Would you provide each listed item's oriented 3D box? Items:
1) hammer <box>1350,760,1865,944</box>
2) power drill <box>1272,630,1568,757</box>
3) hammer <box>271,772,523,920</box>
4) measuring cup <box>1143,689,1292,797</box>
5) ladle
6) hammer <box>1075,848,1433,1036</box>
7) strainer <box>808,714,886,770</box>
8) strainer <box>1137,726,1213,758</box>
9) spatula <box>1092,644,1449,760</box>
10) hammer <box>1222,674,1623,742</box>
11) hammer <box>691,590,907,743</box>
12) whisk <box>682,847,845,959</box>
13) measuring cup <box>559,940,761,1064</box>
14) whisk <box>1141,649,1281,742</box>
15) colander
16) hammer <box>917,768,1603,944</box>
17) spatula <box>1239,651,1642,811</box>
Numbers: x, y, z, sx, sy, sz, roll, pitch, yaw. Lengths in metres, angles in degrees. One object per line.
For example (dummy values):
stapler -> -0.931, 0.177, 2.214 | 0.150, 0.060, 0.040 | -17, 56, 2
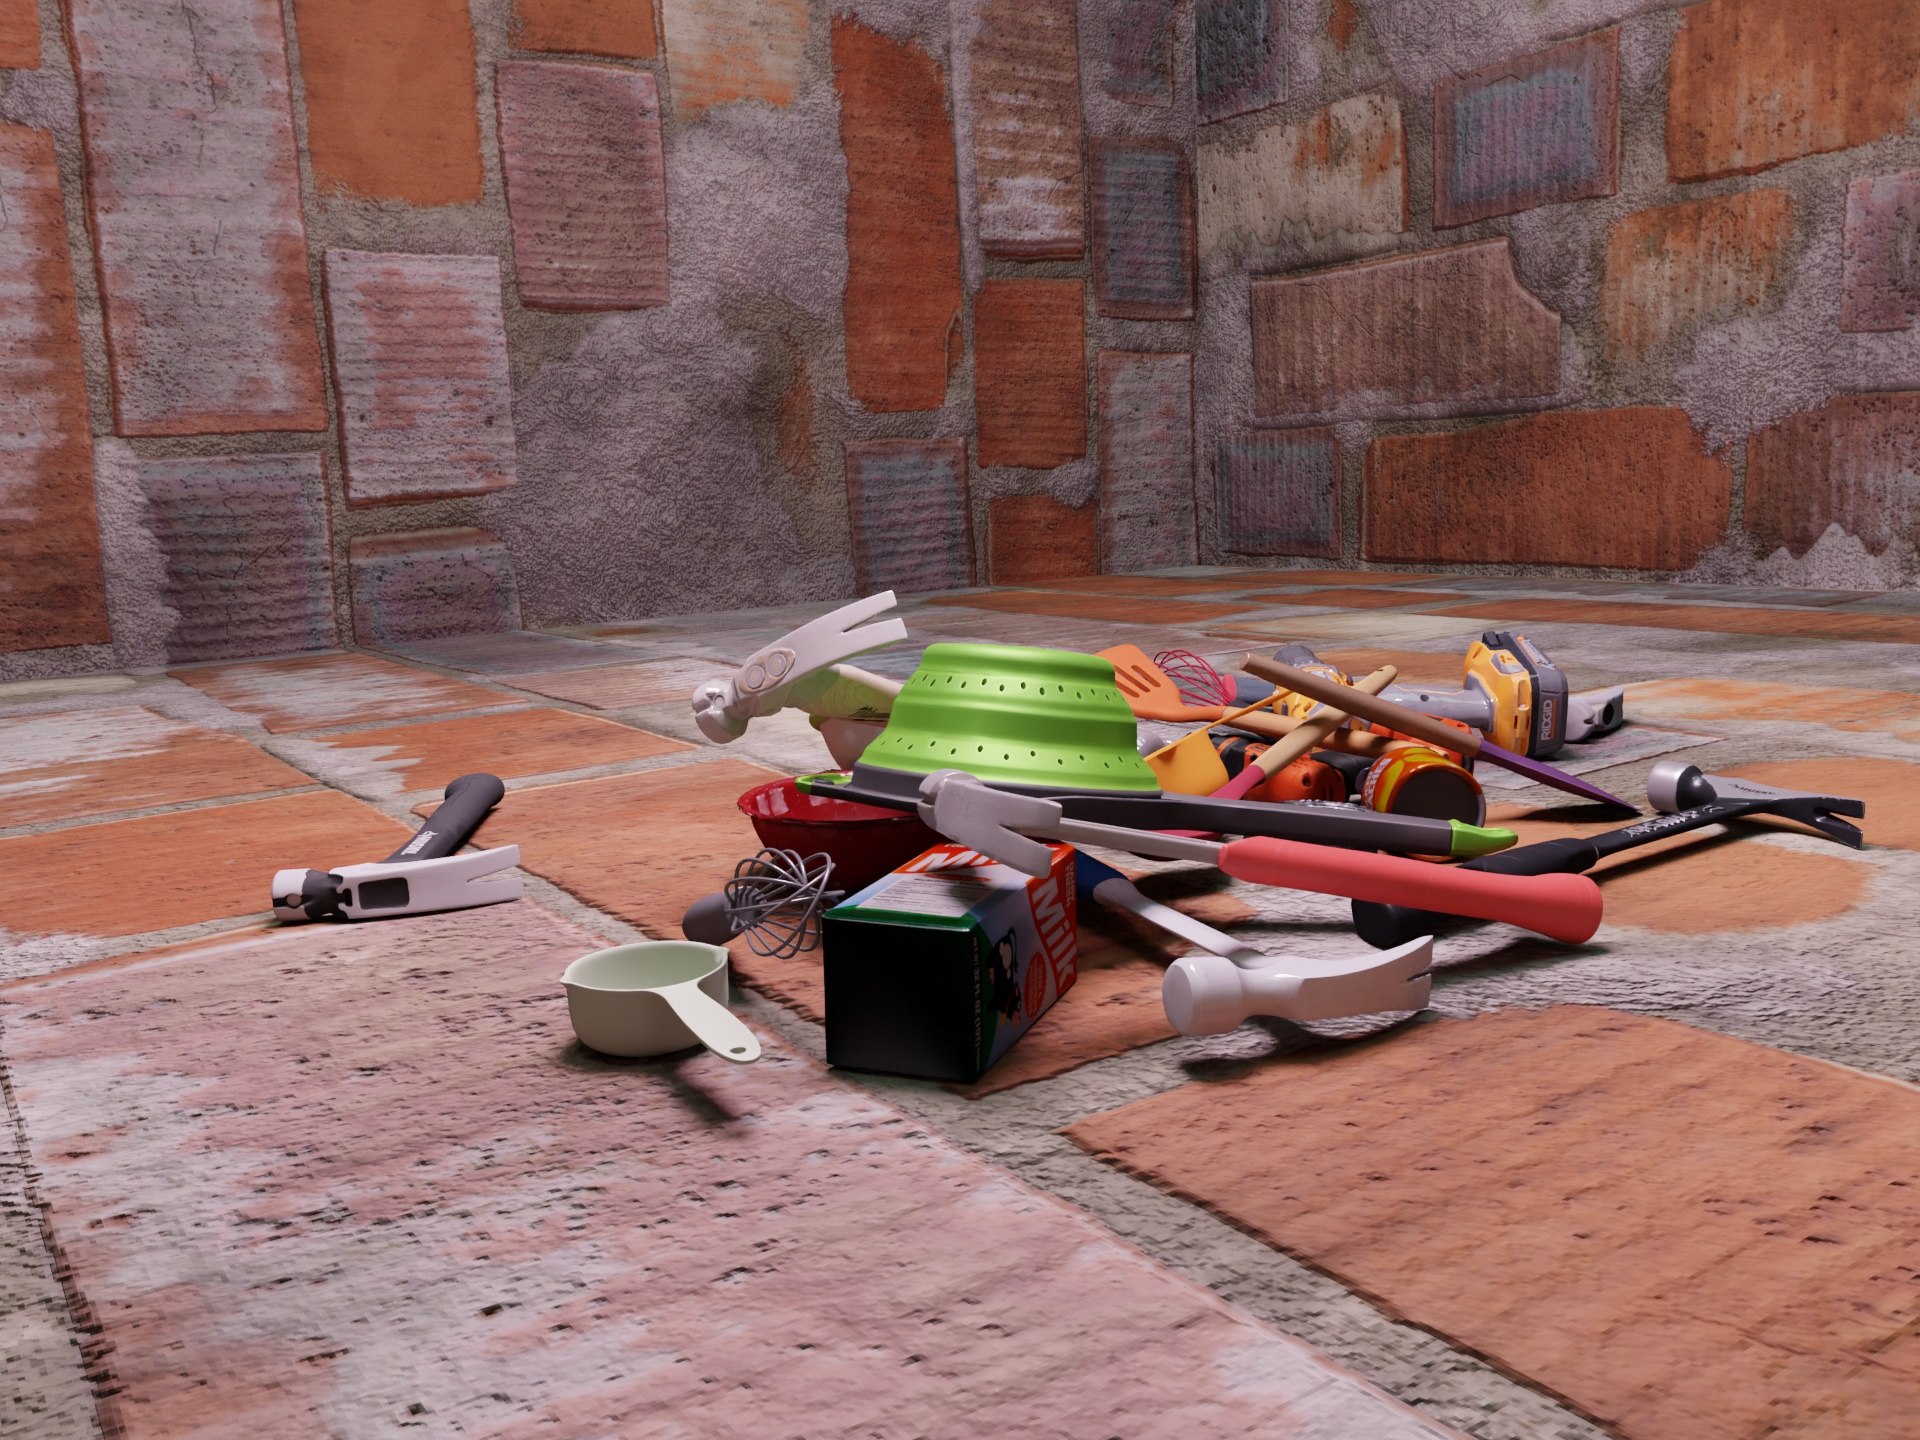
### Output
hammer -> 0.384, 0.080, 0.959 | 0.408, 0.036, 0.149 | -9, 12, -35
power drill -> 0.383, -0.025, 1.376 | 0.226, 0.084, 0.185 | -5, 23, 1
hammer -> -0.370, 0.082, 1.146 | 0.146, 0.035, 0.335 | -4, 9, -6
measuring cup -> 0.178, 0.030, 1.102 | 0.173, 0.052, 0.095 | -26, -4, -13
ladle -> 0.210, 0.024, 1.061 | 0.069, 0.031, 0.315 | 5, 26, 45
hammer -> 0.096, 0.099, 0.886 | 0.144, 0.035, 0.406 | 0, 6, -20
strainer -> -0.062, 0.013, 1.259 | 0.151, 0.069, 0.256 | -9, -8, 15
strainer -> 0.172, 0.024, 1.348 | 0.087, 0.050, 0.258 | 19, 14, 23
spatula -> 0.216, -0.008, 1.178 | 0.081, 0.041, 0.323 | -24, 25, -36
hammer -> 0.436, -0.020, 1.547 | 0.386, 0.038, 0.143 | 5, 10, 38
hammer -> -0.002, -0.004, 1.098 | 0.146, 0.038, 0.410 | -26, -21, 24
whisk -> -0.110, 0.099, 0.807 | 0.055, 0.055, 0.239 | -6, -8, -22
measuring cup -> -0.125, 0.140, 0.716 | 0.083, 0.038, 0.168 | -7, 12, -29
whisk -> 0.253, -0.014, 1.515 | 0.073, 0.073, 0.296 | -6, 16, -22
colander -> 0.110, 0.013, 0.898 | 0.397, 0.094, 0.204 | 5, 1, 9
hammer -> 0.165, 0.071, 0.763 | 0.359, 0.037, 0.149 | 10, 1, -21
spatula -> 0.335, 0.011, 1.099 | 0.315, 0.018, 0.060 | 20, 5, -12
